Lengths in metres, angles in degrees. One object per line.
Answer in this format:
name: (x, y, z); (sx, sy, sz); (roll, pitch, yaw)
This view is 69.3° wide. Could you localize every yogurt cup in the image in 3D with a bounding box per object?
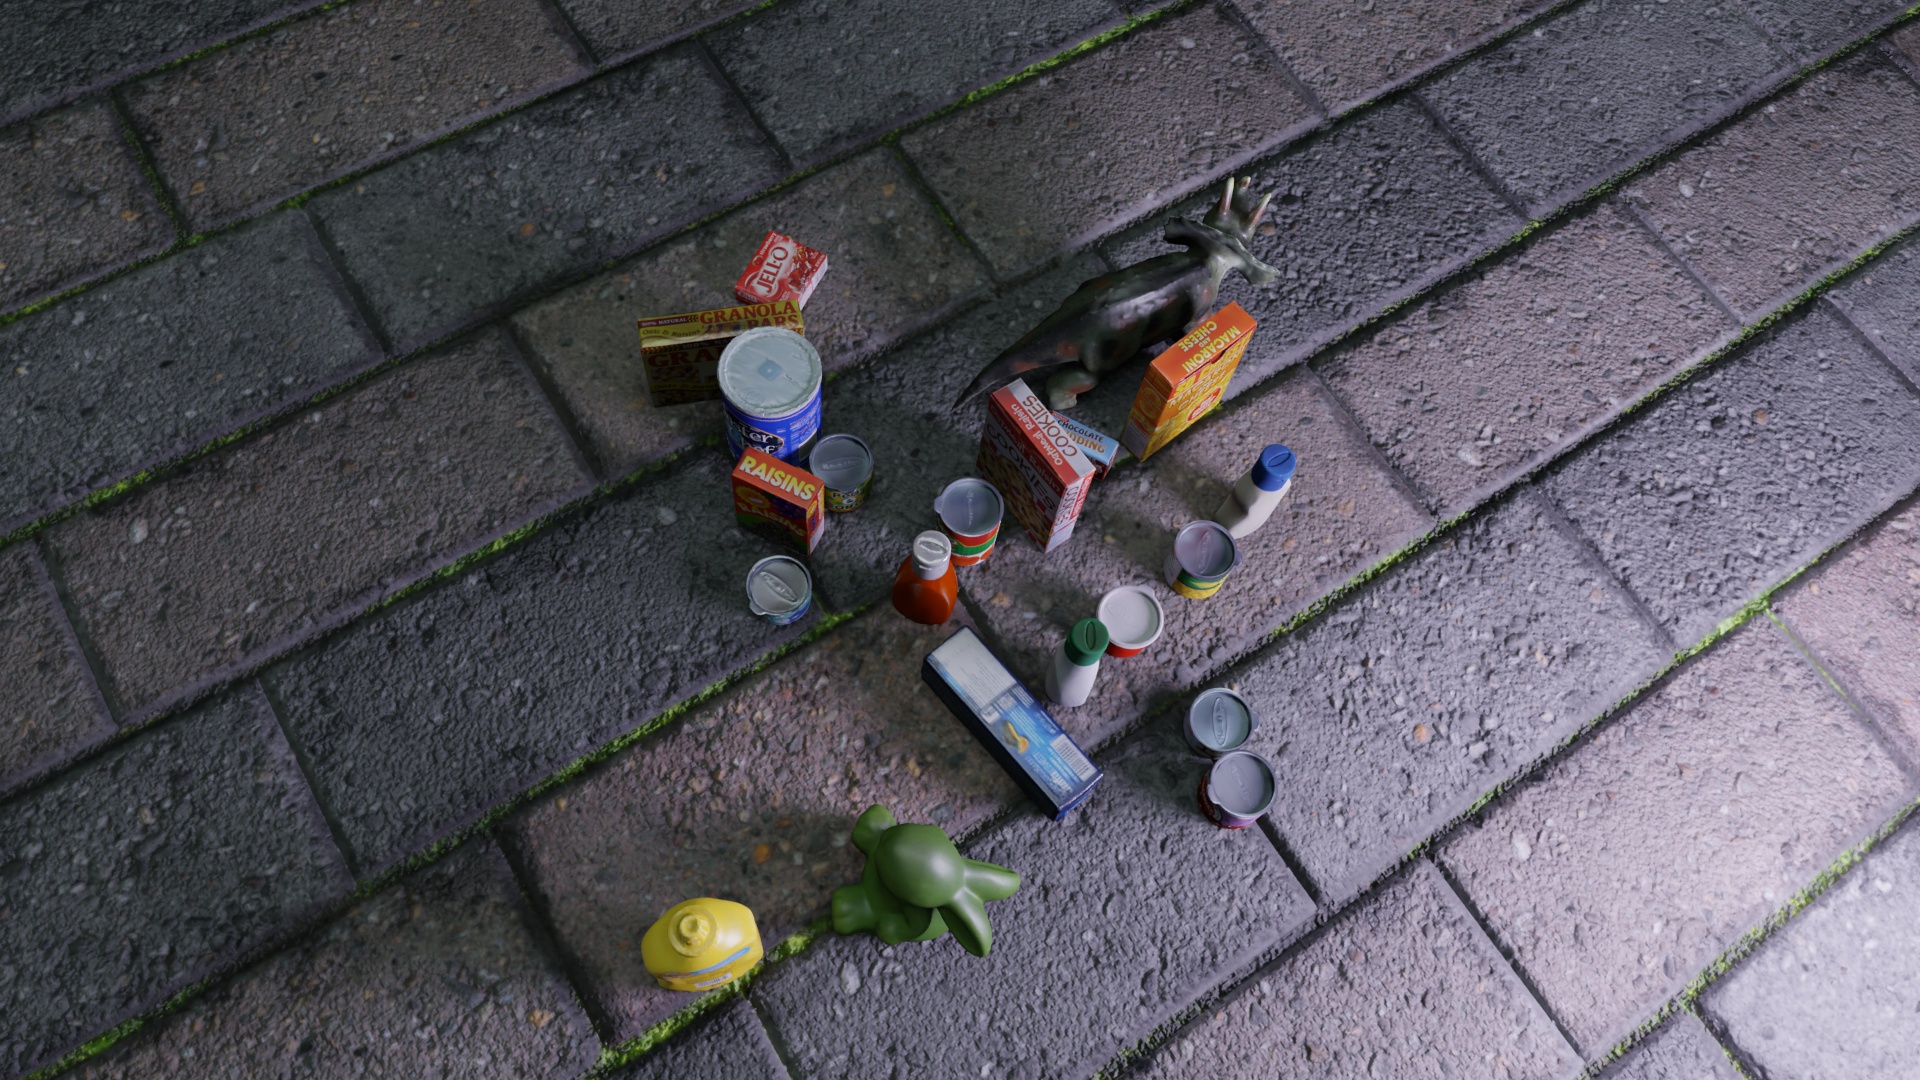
yogurt cup: (0.168, 0.086, 1.412); (0.072, 0.053, 0.072); (2, 66, -4)

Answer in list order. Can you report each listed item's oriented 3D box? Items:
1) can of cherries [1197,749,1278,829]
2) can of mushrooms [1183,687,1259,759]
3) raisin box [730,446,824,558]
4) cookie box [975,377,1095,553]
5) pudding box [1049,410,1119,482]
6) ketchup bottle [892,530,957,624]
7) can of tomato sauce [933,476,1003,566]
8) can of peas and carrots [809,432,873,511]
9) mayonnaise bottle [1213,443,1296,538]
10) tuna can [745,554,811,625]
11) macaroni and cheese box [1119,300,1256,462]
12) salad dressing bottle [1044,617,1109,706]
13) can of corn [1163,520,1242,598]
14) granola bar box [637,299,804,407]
can of cherries: (0.266, 0.243, 1.349); (0.071, 0.058, 0.072); (2, 66, -4)
can of mushrooms: (0.260, 0.184, 1.388); (0.071, 0.033, 0.071); (2, 66, -4)
raisin box: (-0.182, -0.038, 1.396); (0.086, 0.123, 0.040); (25, 67, 6)
cookie box: (0.072, -0.072, 1.411); (0.040, 0.166, 0.123); (-33, 73, -17)
pudding box: (0.125, -0.102, 1.494); (0.084, 0.049, 0.030); (27, 67, 7)
ketchup bottle: (-0.033, 0.036, 1.364); (0.065, 0.148, 0.044); (19, 66, 3)
can of tomato sauce: (0.005, -0.018, 1.427); (0.071, 0.082, 0.071); (2, 66, -4)
can of peas and carrots: (-0.124, -0.068, 1.451); (0.071, 0.058, 0.071); (2, 66, -4)
mayonnaise bottle: (0.308, -0.051, 1.434); (0.065, 0.147, 0.041); (-28, 72, -16)
tuna can: (-0.185, 0.052, 1.406); (0.071, 0.032, 0.071); (2, 66, -4)
macaroni and cheese box: (0.239, -0.165, 1.469); (0.124, 0.165, 0.040); (-37, 75, -19)
salad dressing bottle: (0.113, 0.117, 1.342); (0.044, 0.147, 0.064); (4, 66, -3)
can of corn: (0.251, 0.022, 1.446); (0.071, 0.058, 0.071); (2, 66, -4)
granola bar box: (-0.248, -0.197, 1.460); (0.166, 0.123, 0.039); (-9, 68, -9)
